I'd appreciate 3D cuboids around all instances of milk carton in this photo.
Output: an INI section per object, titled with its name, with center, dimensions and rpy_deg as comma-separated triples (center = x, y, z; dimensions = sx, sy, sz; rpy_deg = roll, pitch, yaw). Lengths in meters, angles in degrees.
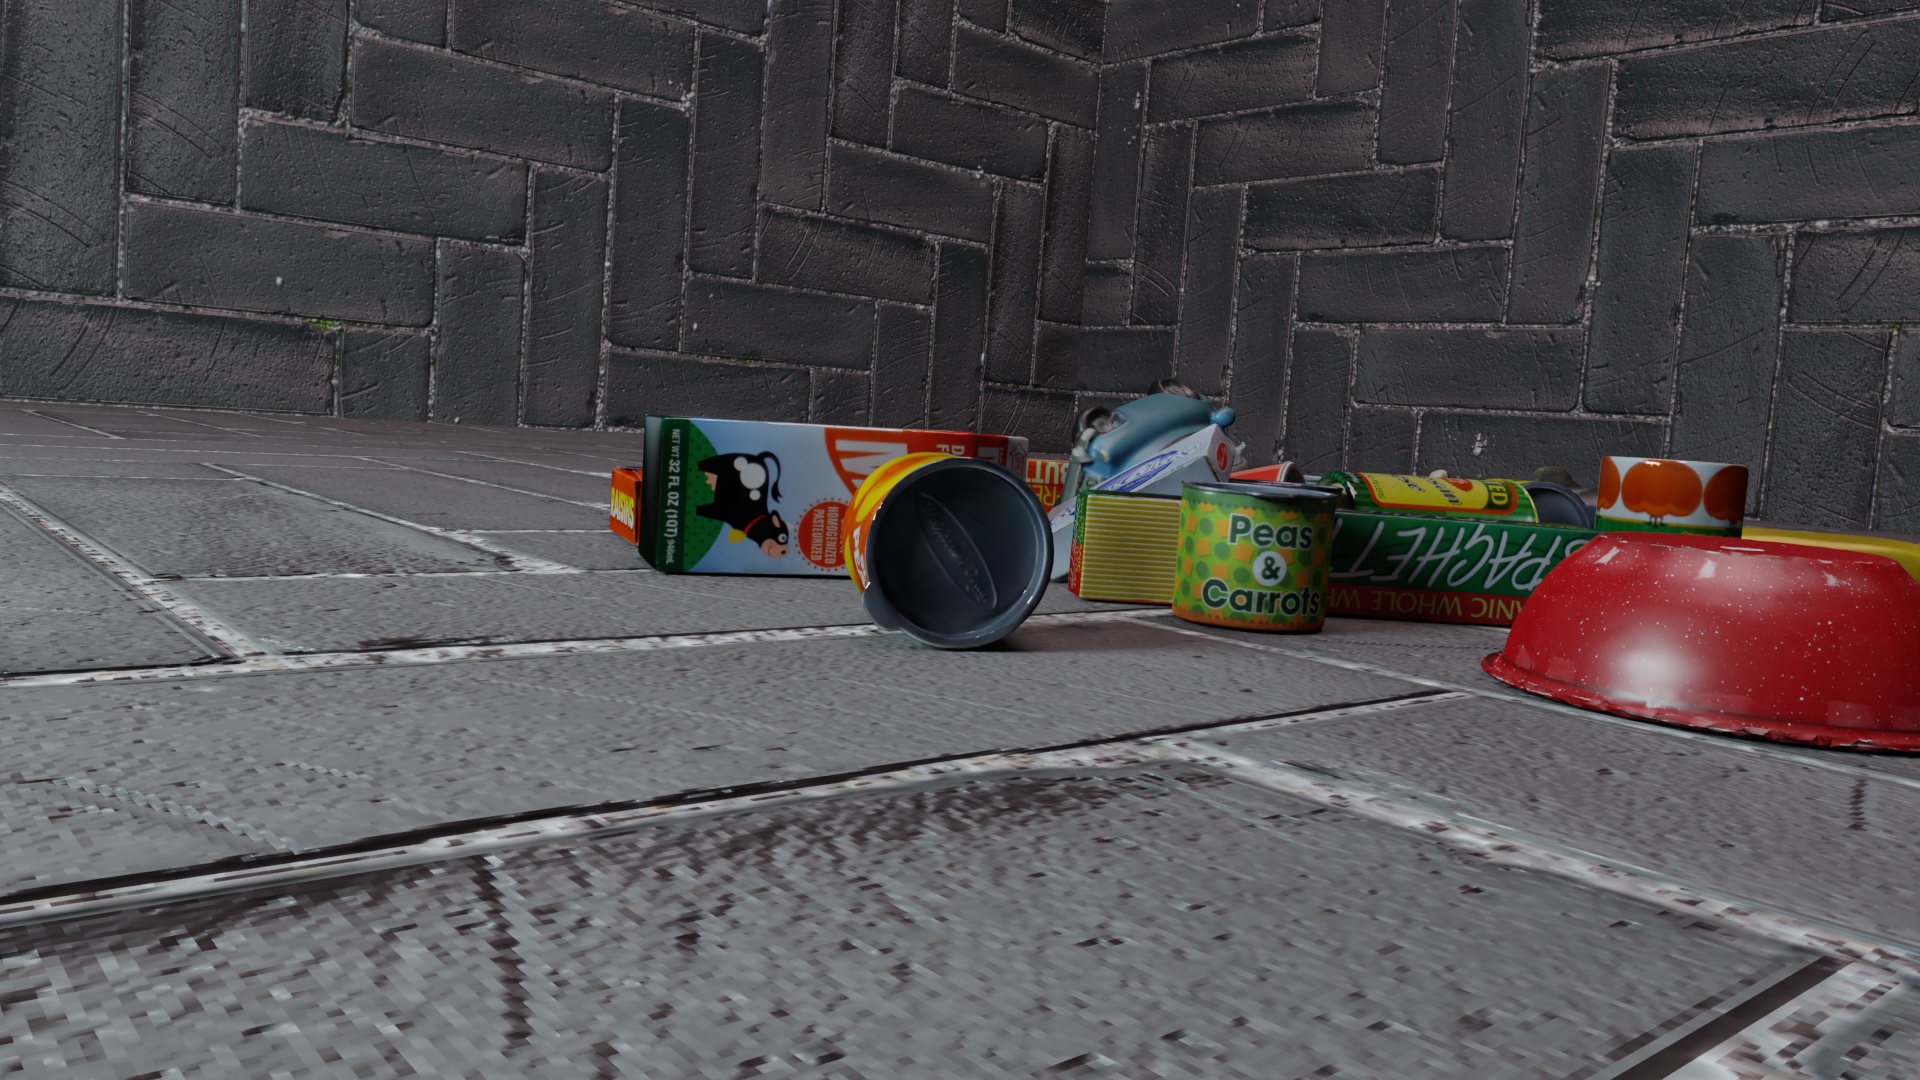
[milk carton]
center = -0.057, -0.021, 0.682
dimensions = 0.191, 0.072, 0.073
rpy_deg = 2, 5, -20

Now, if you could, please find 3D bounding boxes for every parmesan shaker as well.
[parmesan shaker]
center = 0.243, -0.001, 0.736
dimensions = 0.103, 0.071, 0.071
rpy_deg = 3, 5, -11

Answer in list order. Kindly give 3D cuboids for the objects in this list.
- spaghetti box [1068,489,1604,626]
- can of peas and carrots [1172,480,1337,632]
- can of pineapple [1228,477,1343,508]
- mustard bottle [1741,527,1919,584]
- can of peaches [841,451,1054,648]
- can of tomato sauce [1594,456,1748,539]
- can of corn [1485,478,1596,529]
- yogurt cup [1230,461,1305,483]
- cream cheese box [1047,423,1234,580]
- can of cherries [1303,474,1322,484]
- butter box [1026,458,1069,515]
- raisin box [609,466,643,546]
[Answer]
[spaghetti box]
center = 0.178, 0.009, 0.652
dimensions = 0.250, 0.050, 0.029
rpy_deg = 4, 6, -4
[can of peas and carrots]
center = 0.126, 0.006, 0.596
dimensions = 0.071, 0.058, 0.071
rpy_deg = 4, 6, 0
[can of pineapple]
center = 0.160, -0.002, 0.713
dimensions = 0.071, 0.057, 0.071
rpy_deg = 4, 5, 0
[mustard bottle]
center = 0.457, 0.017, 0.793
dimensions = 0.160, 0.048, 0.065
rpy_deg = 6, 5, 25
[can of peaches]
center = -0.008, 0.003, 0.499
dimensions = 0.071, 0.071, 0.058
rpy_deg = 3, 5, -14
[can of tomato sauce]
center = 0.349, 0.002, 0.684
dimensions = 0.071, 0.083, 0.071
rpy_deg = 4, 4, 0
[can of corn]
center = 0.332, -0.004, 0.824
dimensions = 0.071, 0.071, 0.058
rpy_deg = 4, 4, -6
[yogurt cup]
center = 0.166, -0.010, 0.792
dimensions = 0.054, 0.072, 0.072
rpy_deg = -2, 1, 28
[cream cheese box]
center = 0.087, -0.019, 0.700
dimensions = 0.103, 0.024, 0.053
rpy_deg = -28, 11, 24
[can of cherries]
center = 0.203, -0.011, 0.857
dimensions = 0.071, 0.058, 0.071
rpy_deg = 4, 6, 0
[butter box]
center = 0.032, -0.035, 1.020
dimensions = 0.103, 0.053, 0.024
rpy_deg = 3, 2, -16
[raisin box]
center = -0.127, -0.018, 0.777
dimensions = 0.123, 0.040, 0.086
rpy_deg = 1, 7, -23
